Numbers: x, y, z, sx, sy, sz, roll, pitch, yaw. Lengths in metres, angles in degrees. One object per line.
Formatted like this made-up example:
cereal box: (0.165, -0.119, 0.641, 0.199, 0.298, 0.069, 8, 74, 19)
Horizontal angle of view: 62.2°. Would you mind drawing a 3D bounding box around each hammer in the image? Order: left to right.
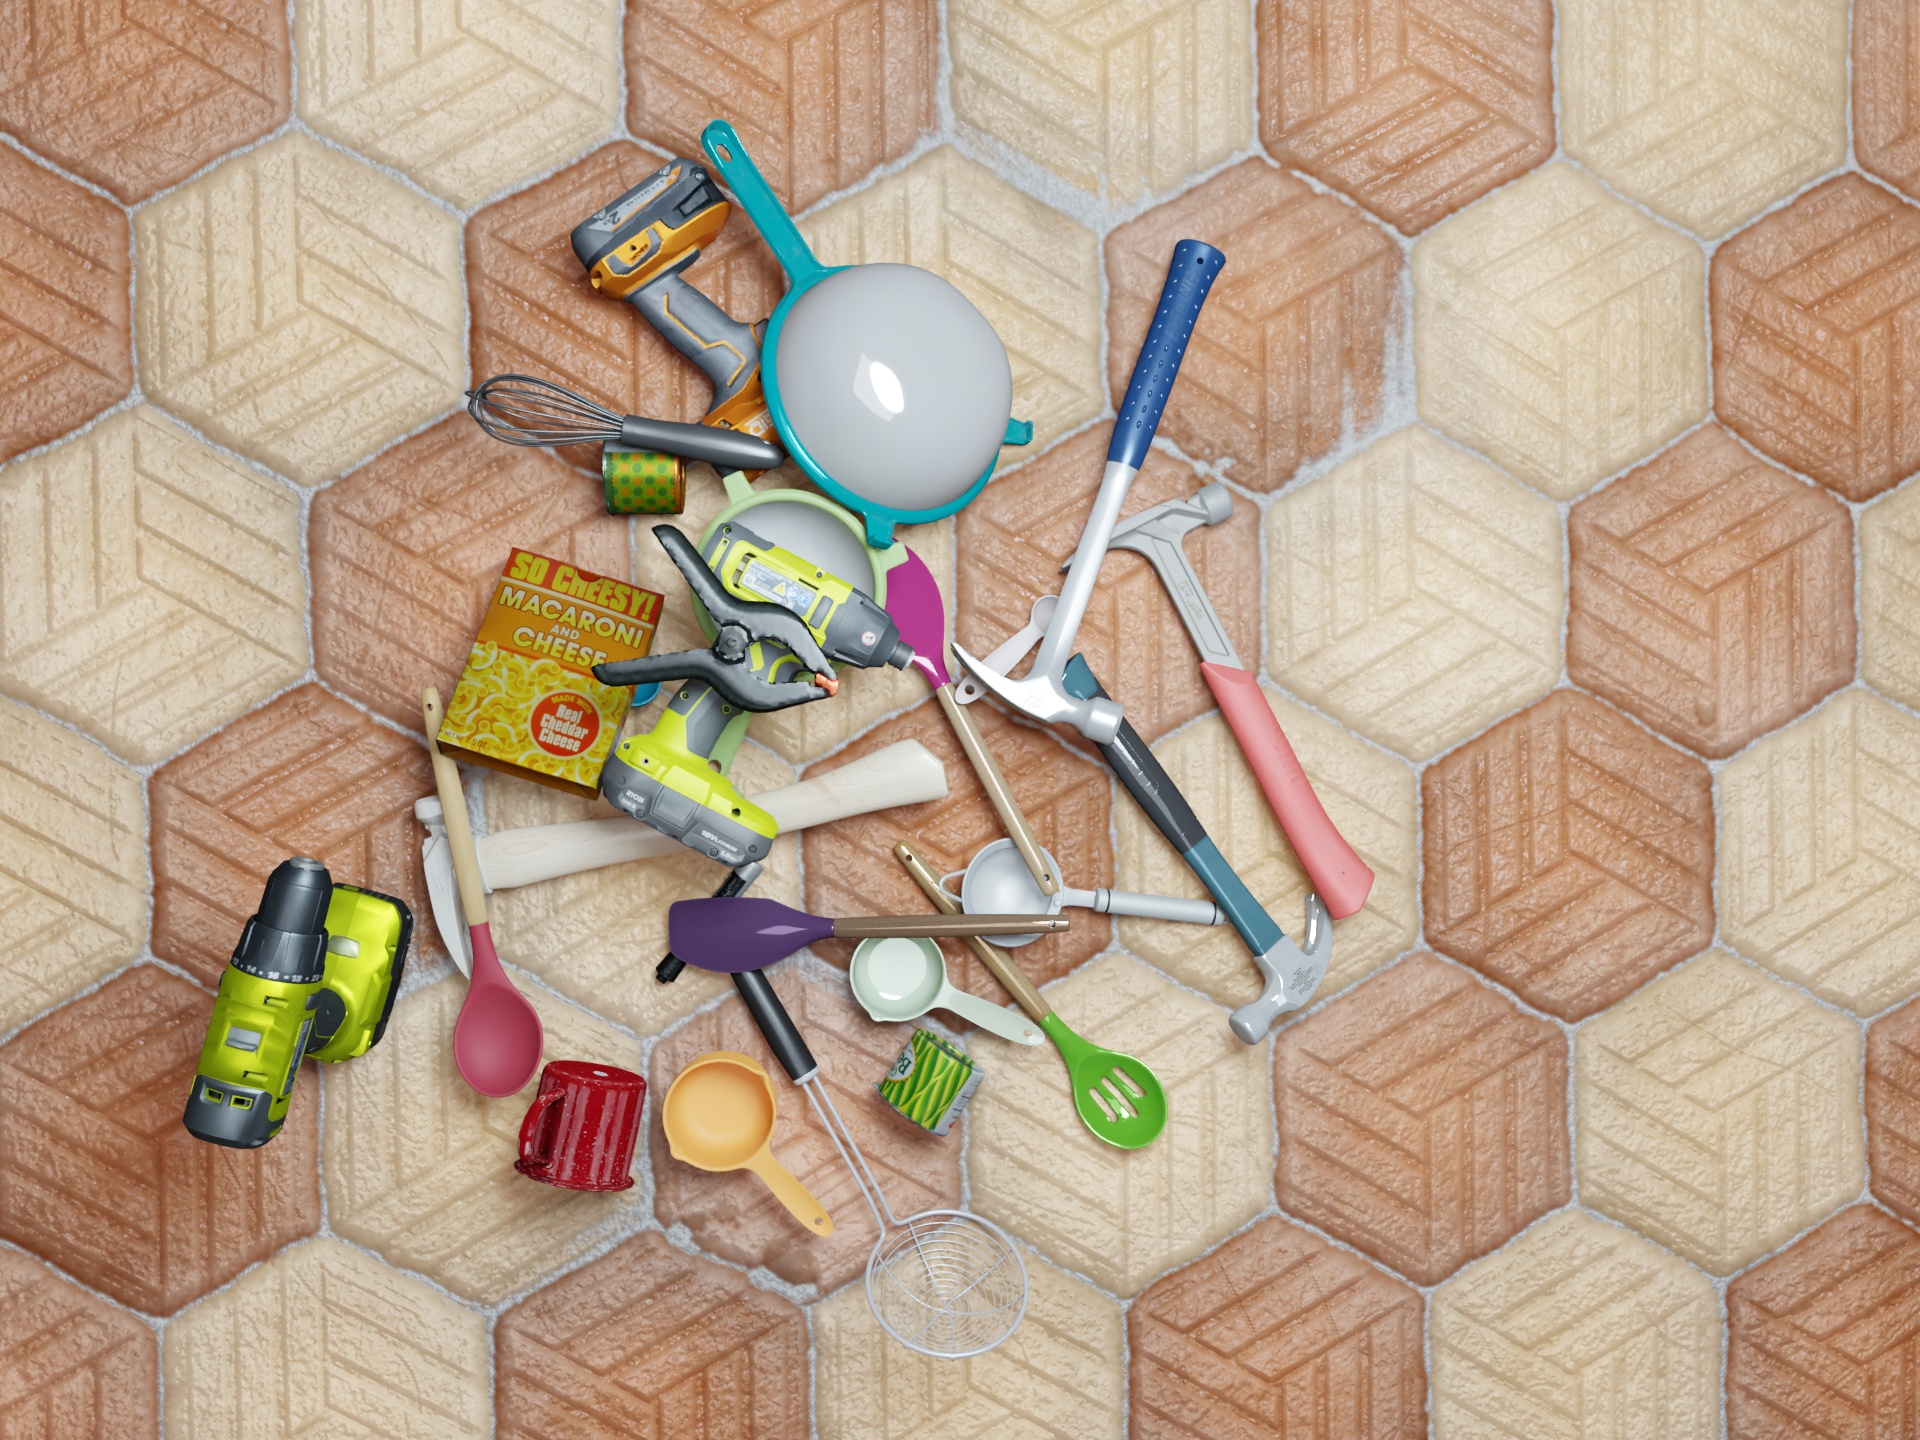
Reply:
hammer: (-0.211, 0.093, 1.239, 0.410, 0.038, 0.146, -11, 93, 2)
hammer: (0.118, -0.192, 1.253, 0.144, 0.035, 0.405, 20, 82, 3)
hammer: (0.178, 0.089, 1.274, 0.128, 0.033, 0.331, -36, 89, -21)
hammer: (0.220, -0.004, 1.270, 0.149, 0.036, 0.359, -26, 86, -4)

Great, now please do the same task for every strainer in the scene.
strainer: (-0.152, -0.063, 1.255, 0.151, 0.069, 0.256, 23, 106, -6)
strainer: (-0.072, -0.312, 1.181, 0.211, 0.095, 0.340, -41, 101, -33)
strainer: (0.105, 0.145, 1.279, 0.258, 0.050, 0.087, 8, 88, -10)

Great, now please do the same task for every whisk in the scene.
whisk: (-0.249, -0.218, 1.186, 0.239, 0.055, 0.055, 10, 90, -5)

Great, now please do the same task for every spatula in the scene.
spatula: (-0.073, 0.164, 1.240, 0.316, 0.018, 0.060, -2, 89, 5)

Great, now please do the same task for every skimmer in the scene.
skimmer: (-0.077, 0.326, 1.243, 0.127, 0.090, 0.363, -30, 90, -36)

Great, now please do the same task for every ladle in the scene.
ladle: (-0.375, 0.130, 1.213, 0.069, 0.031, 0.315, -11, 92, -2)

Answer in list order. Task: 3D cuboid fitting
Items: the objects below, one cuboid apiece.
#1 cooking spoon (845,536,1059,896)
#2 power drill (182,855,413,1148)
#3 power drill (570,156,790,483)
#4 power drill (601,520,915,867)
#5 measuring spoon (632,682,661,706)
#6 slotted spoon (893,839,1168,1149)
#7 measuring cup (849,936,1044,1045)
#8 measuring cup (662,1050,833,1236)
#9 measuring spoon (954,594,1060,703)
cooking spoon: (-0.002, -0.004, 1.261, 0.069, 0.017, 0.319, -26, 84, -14)
power drill: (-0.468, 0.184, 1.143, 0.080, 0.228, 0.190, 16, 90, -4)
power drill: (-0.176, -0.315, 1.236, 0.164, 0.084, 0.226, -36, 97, -3)
power drill: (-0.151, -0.012, 1.178, 0.171, 0.080, 0.223, 28, 90, -6)
measuring spoon: (-0.288, -0.060, 1.263, 0.042, 0.021, 0.128, -41, 84, -20)
slotted spoon: (0.053, 0.217, 1.283, 0.070, 0.031, 0.314, -41, 91, 0)
measuring cup: (-0.010, 0.218, 1.273, 0.167, 0.038, 0.083, 26, 89, -6)
measuring cup: (-0.160, 0.336, 1.257, 0.095, 0.052, 0.173, -41, 95, -3)
measuring spoon: (0.040, -0.054, 1.271, 0.124, 0.018, 0.034, -42, 92, -16)
